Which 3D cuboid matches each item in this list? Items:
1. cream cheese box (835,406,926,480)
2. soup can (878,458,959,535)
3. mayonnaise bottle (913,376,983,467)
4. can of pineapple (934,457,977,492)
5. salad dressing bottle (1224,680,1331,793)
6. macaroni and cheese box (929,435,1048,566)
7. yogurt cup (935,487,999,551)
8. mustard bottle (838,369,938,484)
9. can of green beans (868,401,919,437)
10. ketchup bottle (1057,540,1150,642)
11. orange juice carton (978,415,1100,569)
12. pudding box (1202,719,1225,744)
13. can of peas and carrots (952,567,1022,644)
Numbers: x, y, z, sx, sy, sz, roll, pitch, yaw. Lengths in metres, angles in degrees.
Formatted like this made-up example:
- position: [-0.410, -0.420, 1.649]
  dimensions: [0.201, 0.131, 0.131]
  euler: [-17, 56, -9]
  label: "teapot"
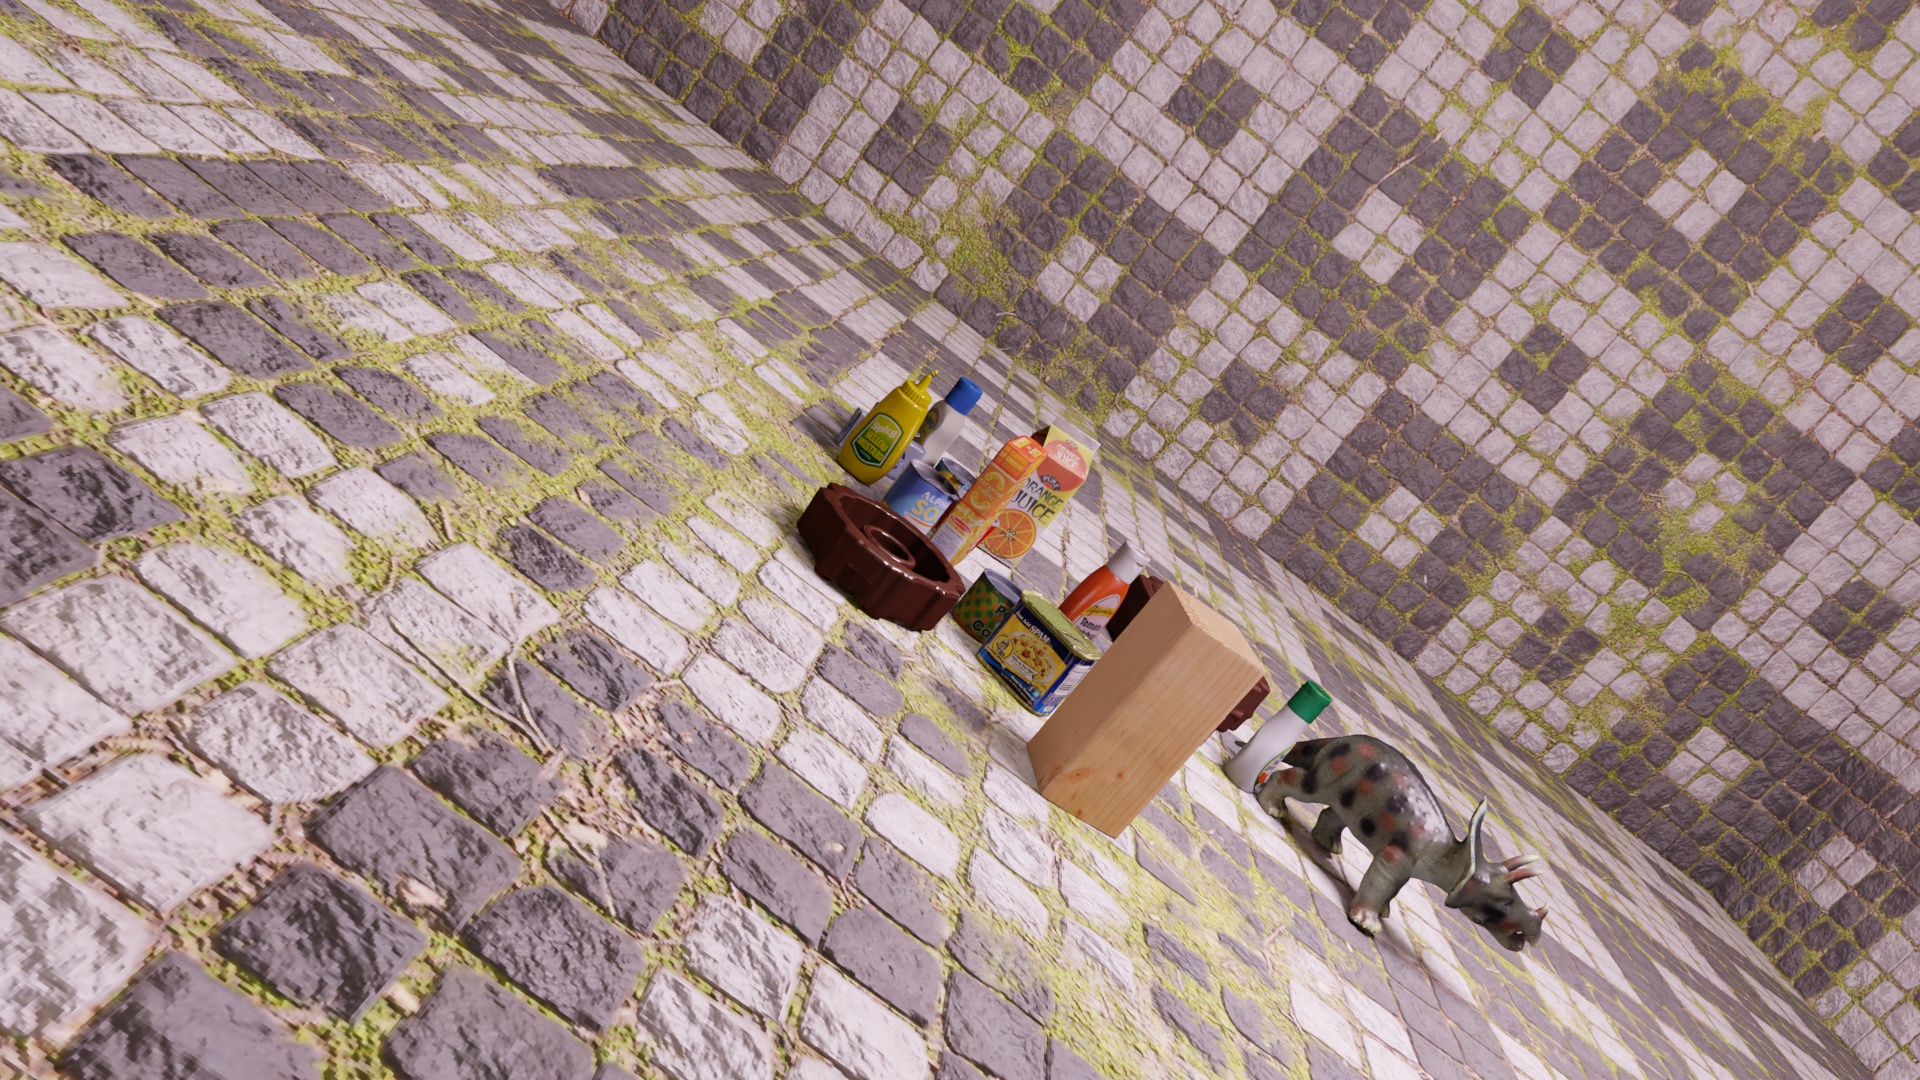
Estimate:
- position: [-0.100, -0.118, 1.739]
  dimensions: [0.104, 0.053, 0.024]
  euler: [32, 15, -24]
  label: "cream cheese box"
- position: [-0.052, -0.037, 1.547]
  dimensions: [0.071, 0.083, 0.071]
  euler: [36, 14, -10]
  label: "soup can"
- position: [-0.029, -0.145, 1.802]
  dimensions: [0.041, 0.147, 0.065]
  euler: [29, 17, -33]
  label: "mayonnaise bottle"
- position: [-0.015, -0.064, 1.767]
  dimensions: [0.071, 0.057, 0.071]
  euler: [36, 14, -10]
  label: "can of pineapple"
- position: [0.372, 0.228, 1.623]
  dimensions: [0.044, 0.147, 0.064]
  euler: [44, 15, 22]
  label: "salad dressing bottle"
- position: [0.027, -0.043, 1.587]
  dimensions: [0.040, 0.166, 0.124]
  euler: [39, 14, 5]
  label: "macaroni and cheese box"
- position: [0.006, -0.021, 1.697]
  dimensions: [0.072, 0.054, 0.072]
  euler: [36, 14, -10]
  label: "yogurt cup"
- position: [-0.079, -0.141, 1.647]
  dimensions: [0.065, 0.160, 0.049]
  euler: [38, 14, 1]
  label: "mustard bottle"
- position: [-0.099, -0.136, 1.788]
  dimensions: [0.071, 0.057, 0.071]
  euler: [36, 14, -10]
  label: "can of green beans"
- position: [0.158, 0.066, 1.605]
  dimensions: [0.064, 0.148, 0.044]
  euler: [25, 19, -43]
  label: "ketchup bottle"
- position: [0.092, -0.066, 1.760]
  dimensions: [0.072, 0.192, 0.073]
  euler: [34, 15, -18]
  label: "orange juice carton"
- position: [0.279, 0.203, 1.674]
  dimensions: [0.030, 0.049, 0.084]
  euler: [31, 16, -27]
  label: "pudding box"
- position: [0.035, 0.073, 1.466]
  dimensions: [0.071, 0.058, 0.071]
  euler: [36, 14, -10]
  label: "can of peas and carrots"
